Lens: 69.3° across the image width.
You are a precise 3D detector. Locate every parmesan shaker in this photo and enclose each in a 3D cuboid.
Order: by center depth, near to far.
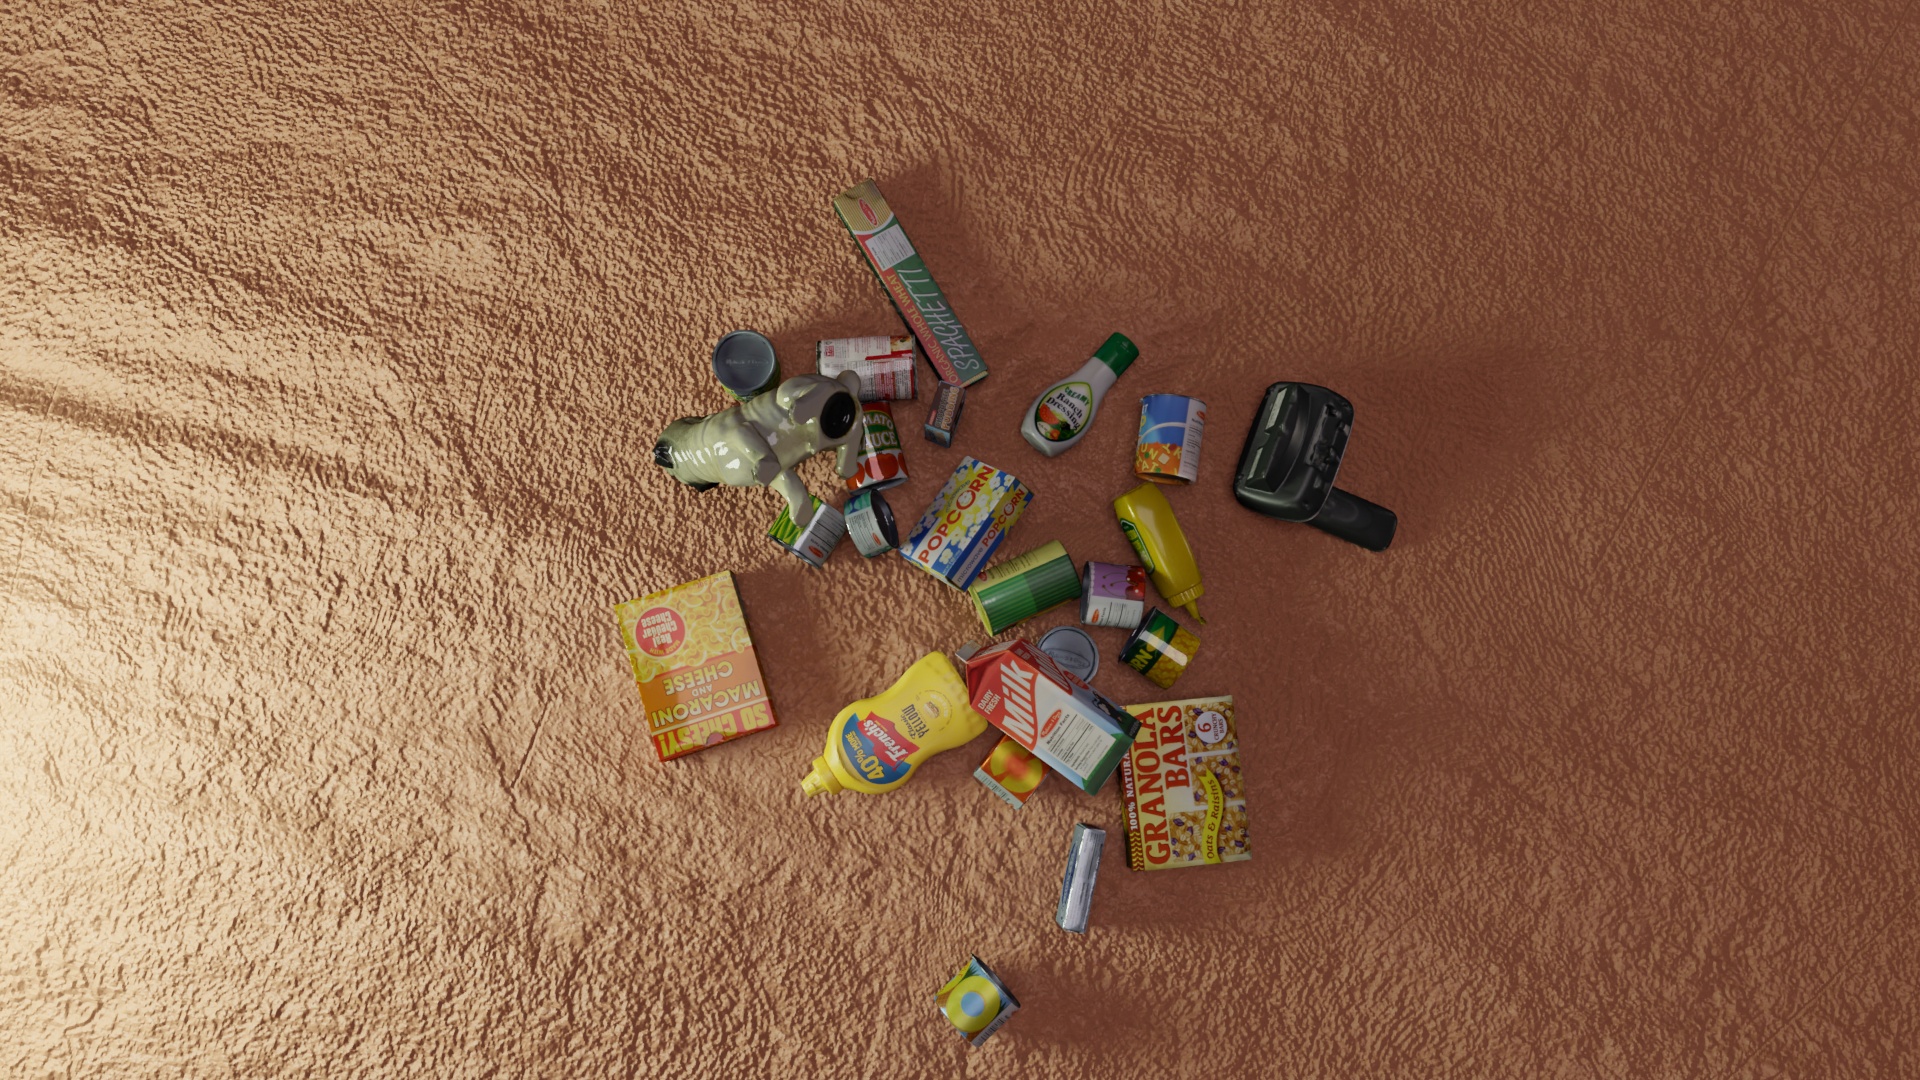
[{"bbox_3d":[0.066,0.049,1.420,0.103,0.071,0.071,-23,84,-5],"label":"parmesan shaker"}]

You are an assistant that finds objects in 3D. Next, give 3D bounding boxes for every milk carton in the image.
[{"bbox_3d":[0.079,0.161,1.376,0.191,0.072,0.073,35,103,8],"label":"milk carton"}]

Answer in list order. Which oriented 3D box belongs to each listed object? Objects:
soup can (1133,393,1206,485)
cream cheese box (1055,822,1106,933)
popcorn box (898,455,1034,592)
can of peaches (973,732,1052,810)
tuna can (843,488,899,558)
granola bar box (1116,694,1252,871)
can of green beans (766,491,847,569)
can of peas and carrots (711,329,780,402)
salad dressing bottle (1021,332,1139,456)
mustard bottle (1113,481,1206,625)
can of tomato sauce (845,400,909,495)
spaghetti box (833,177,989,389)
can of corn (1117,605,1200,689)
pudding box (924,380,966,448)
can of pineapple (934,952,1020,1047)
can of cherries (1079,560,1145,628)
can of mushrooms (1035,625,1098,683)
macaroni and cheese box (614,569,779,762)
[{"bbox_3d":[0.216,-0.105,1.451,0.071,0.071,0.084,9,83,-1],"label":"soup can"},{"bbox_3d":[0.120,0.338,1.391,0.024,0.053,0.104,13,82,-2],"label":"cream cheese box"},{"bbox_3d":[0.005,-0.018,1.420,0.127,0.085,0.038,-54,131,-8],"label":"popcorn box"},{"bbox_3d":[0.056,0.226,1.398,0.058,0.071,0.071,38,83,4],"label":"can of peaches"},{"bbox_3d":[-0.091,-0.018,1.424,0.033,0.071,0.071,-21,83,12],"label":"tuna can"},{"bbox_3d":[0.223,0.246,1.415,0.124,0.039,0.165,-5,83,-3],"label":"granola bar box"},{"bbox_3d":[-0.155,-0.012,1.423,0.071,0.071,0.058,33,82,2],"label":"can of green beans"},{"bbox_3d":[-0.222,-0.178,1.447,0.071,0.058,0.071,0,83,-2],"label":"can of peas and carrots"},{"bbox_3d":[0.128,-0.156,1.465,0.064,0.044,0.148,41,82,2],"label":"salad dressing bottle"},{"bbox_3d":[0.213,0.018,1.435,0.049,0.065,0.160,-27,88,-9],"label":"mustard bottle"},{"bbox_3d":[-0.094,-0.095,1.434,0.071,0.071,0.083,-15,84,-4],"label":"can of tomato sauce"},{"bbox_3d":[-0.053,-0.269,1.481,0.050,0.028,0.250,-30,84,-6],"label":"spaghetti box"},{"bbox_3d":[0.203,0.112,1.418,0.058,0.071,0.071,35,83,2],"label":"can of corn"},{"bbox_3d":[-0.016,-0.130,1.435,0.030,0.083,0.050,20,83,1],"label":"pudding box"},{"bbox_3d":[0.015,0.452,1.365,0.058,0.071,0.071,-43,86,-6],"label":"can of pineapple"},{"bbox_3d":[0.156,0.054,1.427,0.058,0.071,0.071,5,82,-1],"label":"can of cherries"},{"bbox_3d":[0.107,0.124,1.430,0.071,0.033,0.071,0,82,-3],"label":"can of mushrooms"},{"bbox_3d":[-0.268,0.127,1.412,0.124,0.040,0.166,-18,83,-4],"label":"macaroni and cheese box"}]
